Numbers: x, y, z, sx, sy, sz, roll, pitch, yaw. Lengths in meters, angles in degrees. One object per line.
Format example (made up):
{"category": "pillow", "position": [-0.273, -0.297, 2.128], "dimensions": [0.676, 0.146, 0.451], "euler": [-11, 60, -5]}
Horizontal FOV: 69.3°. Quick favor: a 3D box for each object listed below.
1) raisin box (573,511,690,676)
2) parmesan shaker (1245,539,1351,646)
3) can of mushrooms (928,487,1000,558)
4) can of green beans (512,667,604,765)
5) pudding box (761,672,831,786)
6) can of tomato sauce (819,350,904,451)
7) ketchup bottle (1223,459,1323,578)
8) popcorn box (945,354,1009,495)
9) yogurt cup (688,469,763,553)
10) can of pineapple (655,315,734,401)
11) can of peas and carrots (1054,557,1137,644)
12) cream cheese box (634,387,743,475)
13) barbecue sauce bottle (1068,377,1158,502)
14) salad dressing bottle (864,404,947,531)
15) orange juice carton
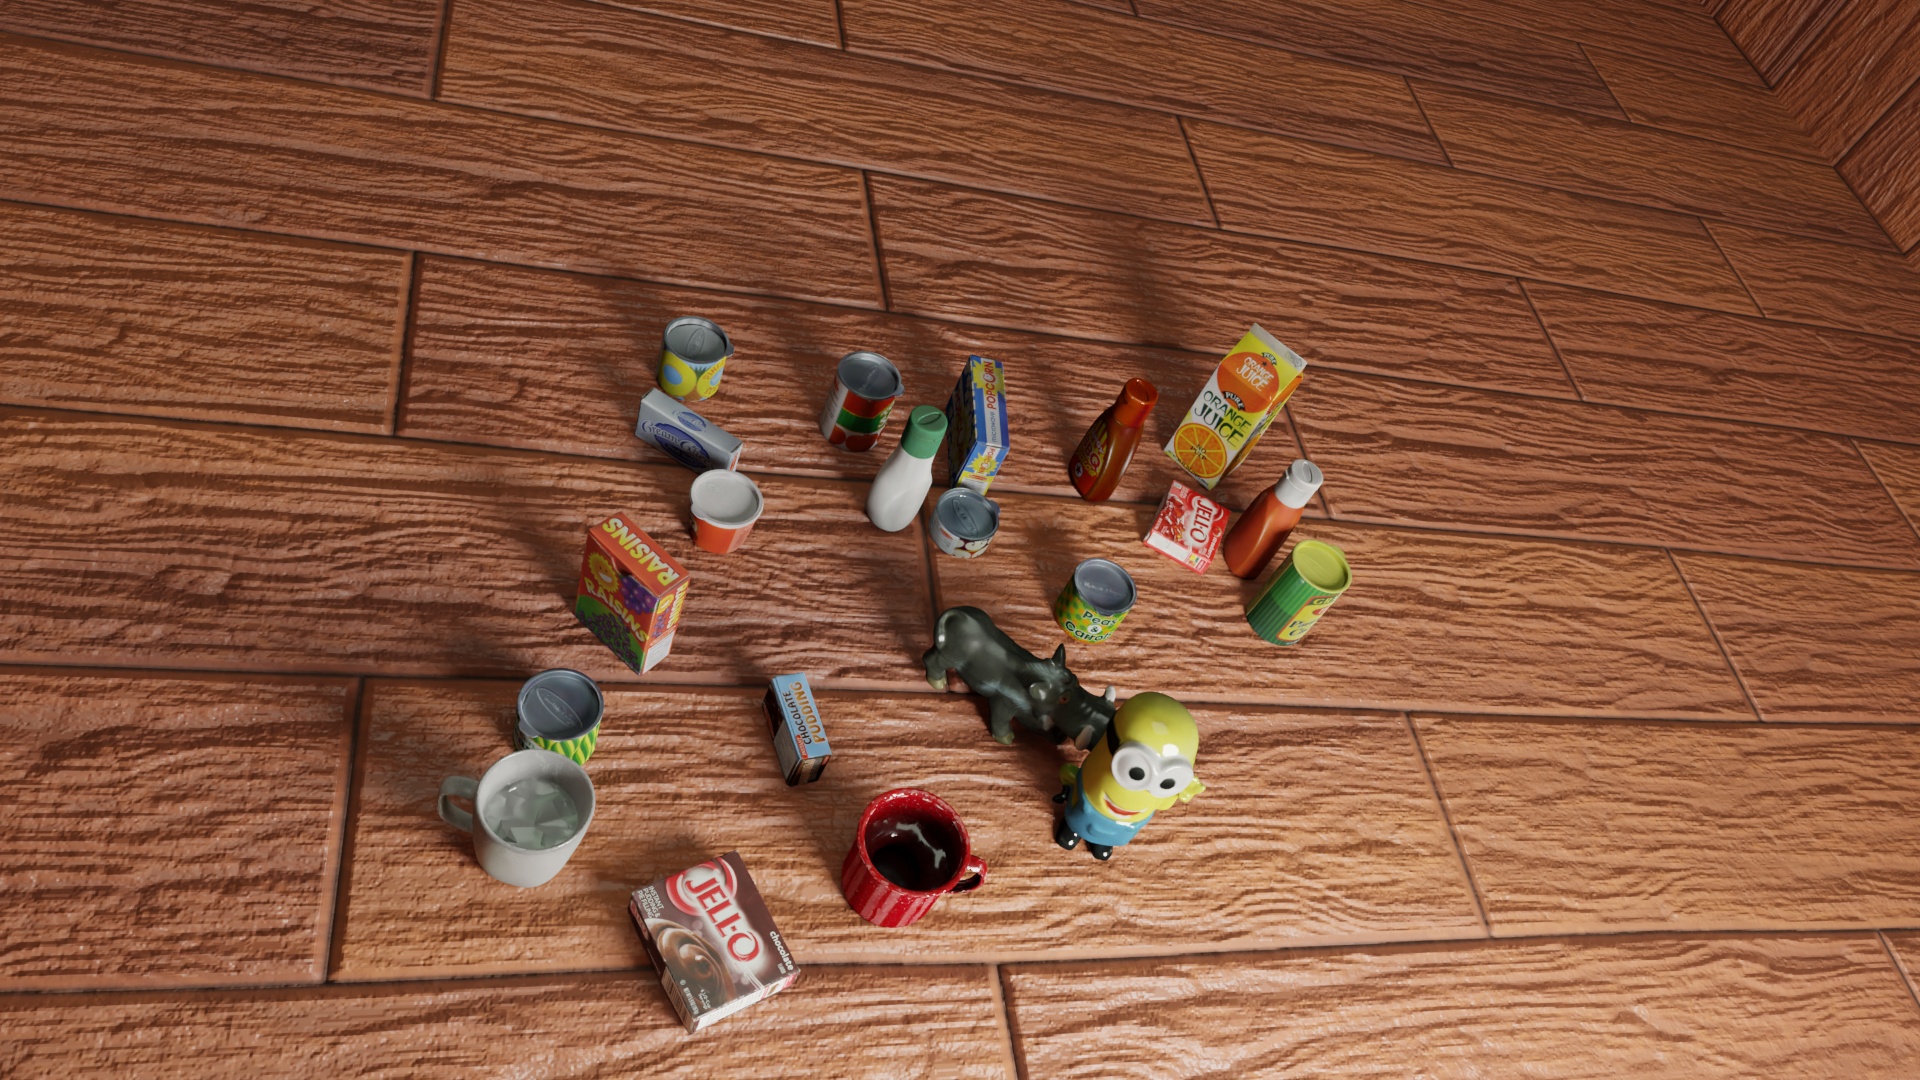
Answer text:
{"category": "raisin box", "position": [-0.278, 0.046, 1.165], "dimensions": [0.086, 0.122, 0.040], "euler": [41, 49, 12]}
{"category": "parmesan shaker", "position": [0.349, 0.054, 1.432], "dimensions": [0.071, 0.102, 0.072], "euler": [12, 50, -14]}
{"category": "can of mushrooms", "position": [0.005, -0.017, 1.394], "dimensions": [0.071, 0.033, 0.071], "euler": [12, 50, -14]}
{"category": "can of green beans", "position": [-0.322, 0.145, 1.110], "dimensions": [0.071, 0.057, 0.071], "euler": [12, 50, -14]}
{"category": "pudding box", "position": [-0.140, 0.159, 1.180], "dimensions": [0.030, 0.049, 0.084], "euler": [-7, 56, -27]}
{"category": "can of tomato sauce", "position": [-0.101, -0.140, 1.417], "dimensions": [0.071, 0.082, 0.071], "euler": [12, 50, -14]}
{"category": "ketchup bottle", "position": [0.327, -0.025, 1.457], "dimensions": [0.043, 0.148, 0.065], "euler": [12, 49, -13]}
{"category": "popcorn box", "position": [0.017, -0.118, 1.446], "dimensions": [0.038, 0.084, 0.127], "euler": [10, 50, -16]}
{"category": "yogurt cup", "position": [-0.222, -0.025, 1.292], "dimensions": [0.072, 0.053, 0.073], "euler": [12, 50, -14]}
{"category": "can of pineapple", "position": [-0.269, -0.182, 1.397], "dimensions": [0.071, 0.057, 0.071], "euler": [12, 50, -14]}
{"category": "can of peas and carrots", "position": [0.132, 0.062, 1.366], "dimensions": [0.071, 0.058, 0.071], "euler": [12, 50, -14]}
{"category": "cream cheese box", "position": [-0.262, -0.099, 1.336], "dimensions": [0.104, 0.053, 0.024], "euler": [31, 48, 4]}
{"category": "barbecue sauce bottle", "position": [0.161, -0.108, 1.455], "dimensions": [0.044, 0.147, 0.065], "euler": [-2, 54, -24]}
{"category": "salad dressing bottle", "position": [-0.050, -0.069, 1.337], "dimensions": [0.064, 0.146, 0.044], "euler": [-26, 66, -36]}
{"category": "orange juice carton", "position": [0.305, -0.150, 1.520], "dimensions": [0.072, 0.191, 0.073], "euler": [43, 50, 14]}
